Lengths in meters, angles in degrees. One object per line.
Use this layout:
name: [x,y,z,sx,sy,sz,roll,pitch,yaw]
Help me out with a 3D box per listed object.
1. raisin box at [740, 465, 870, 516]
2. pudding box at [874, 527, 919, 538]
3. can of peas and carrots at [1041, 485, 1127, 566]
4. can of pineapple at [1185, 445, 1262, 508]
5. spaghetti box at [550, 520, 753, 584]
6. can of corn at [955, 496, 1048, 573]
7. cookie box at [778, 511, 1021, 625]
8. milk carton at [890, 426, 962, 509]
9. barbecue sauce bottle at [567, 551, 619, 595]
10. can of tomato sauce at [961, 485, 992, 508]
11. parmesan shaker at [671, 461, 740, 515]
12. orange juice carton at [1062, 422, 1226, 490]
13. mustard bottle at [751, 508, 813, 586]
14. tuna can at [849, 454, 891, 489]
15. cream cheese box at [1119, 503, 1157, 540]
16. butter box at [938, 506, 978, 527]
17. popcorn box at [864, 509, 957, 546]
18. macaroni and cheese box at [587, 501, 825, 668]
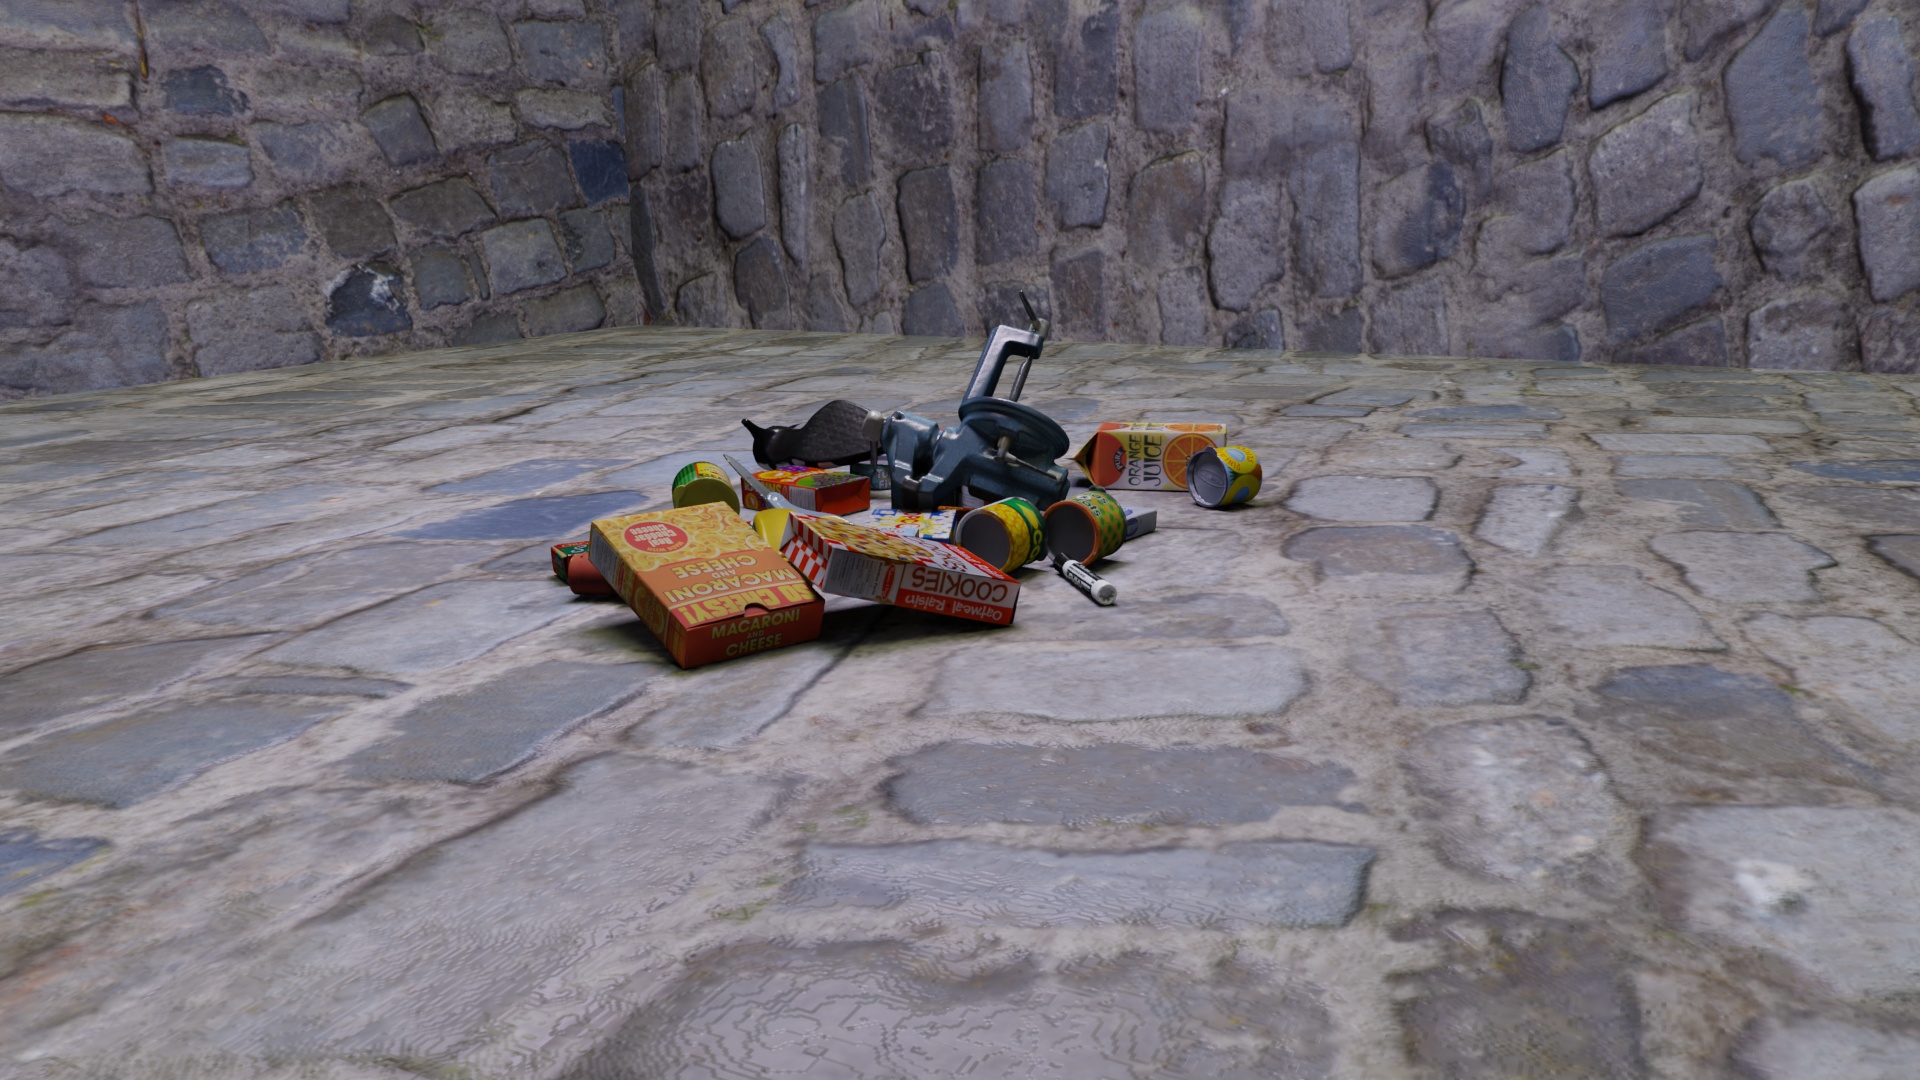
raisin box: [-0.175,-0.055,1.567,0.123,0.040,0.086,10,18,39]
pudding box: [-0.079,0.014,1.255,0.084,0.049,0.030,1,15,4]
can of peas and carrots: [0.116,-0.013,1.316,0.071,0.070,0.059,8,16,32]
can of pineapple: [0.299,-0.074,1.568,0.058,0.070,0.071,-9,16,-33]
spaghetti box: [-0.263,0.007,1.334,0.251,0.028,0.050,-8,16,-29]
can of corn: [0.040,-0.001,1.288,0.071,0.071,0.058,9,17,34]
cookie box: [-0.051,0.024,1.142,0.167,0.040,0.123,12,9,-26]
milk carton: [-0.025,-0.083,1.608,0.073,0.072,0.191,2,13,10]
barbecue sauce bottle: [-0.265,0.030,1.210,0.148,0.043,0.065,1,19,7]
can of tomato sauce: [0.035,-0.069,1.526,0.071,0.083,0.071,0,13,0]
parmesan shaker: [-0.272,-0.045,1.461,0.071,0.071,0.103,-4,14,-13]
orange juice carton: [0.223,-0.103,1.681,0.193,0.072,0.072,2,14,11]
mustard bottle: [-0.155,0.020,1.212,0.049,0.065,0.161,-5,19,-10]
tuna can: [-0.101,-0.083,1.695,0.071,0.032,0.071,-1,13,0]
cream cheese box: [0.153,-0.016,1.427,0.053,0.024,0.104,10,17,37]
butter box: [0.005,-0.018,1.440,0.103,0.024,0.053,4,14,15]
popcorn box: [-0.048,0.000,1.337,0.085,0.038,0.127,1,14,3]
macaroni and cheese box: [-0.204,0.030,1.108,0.124,0.040,0.167,-11,36,-37]
